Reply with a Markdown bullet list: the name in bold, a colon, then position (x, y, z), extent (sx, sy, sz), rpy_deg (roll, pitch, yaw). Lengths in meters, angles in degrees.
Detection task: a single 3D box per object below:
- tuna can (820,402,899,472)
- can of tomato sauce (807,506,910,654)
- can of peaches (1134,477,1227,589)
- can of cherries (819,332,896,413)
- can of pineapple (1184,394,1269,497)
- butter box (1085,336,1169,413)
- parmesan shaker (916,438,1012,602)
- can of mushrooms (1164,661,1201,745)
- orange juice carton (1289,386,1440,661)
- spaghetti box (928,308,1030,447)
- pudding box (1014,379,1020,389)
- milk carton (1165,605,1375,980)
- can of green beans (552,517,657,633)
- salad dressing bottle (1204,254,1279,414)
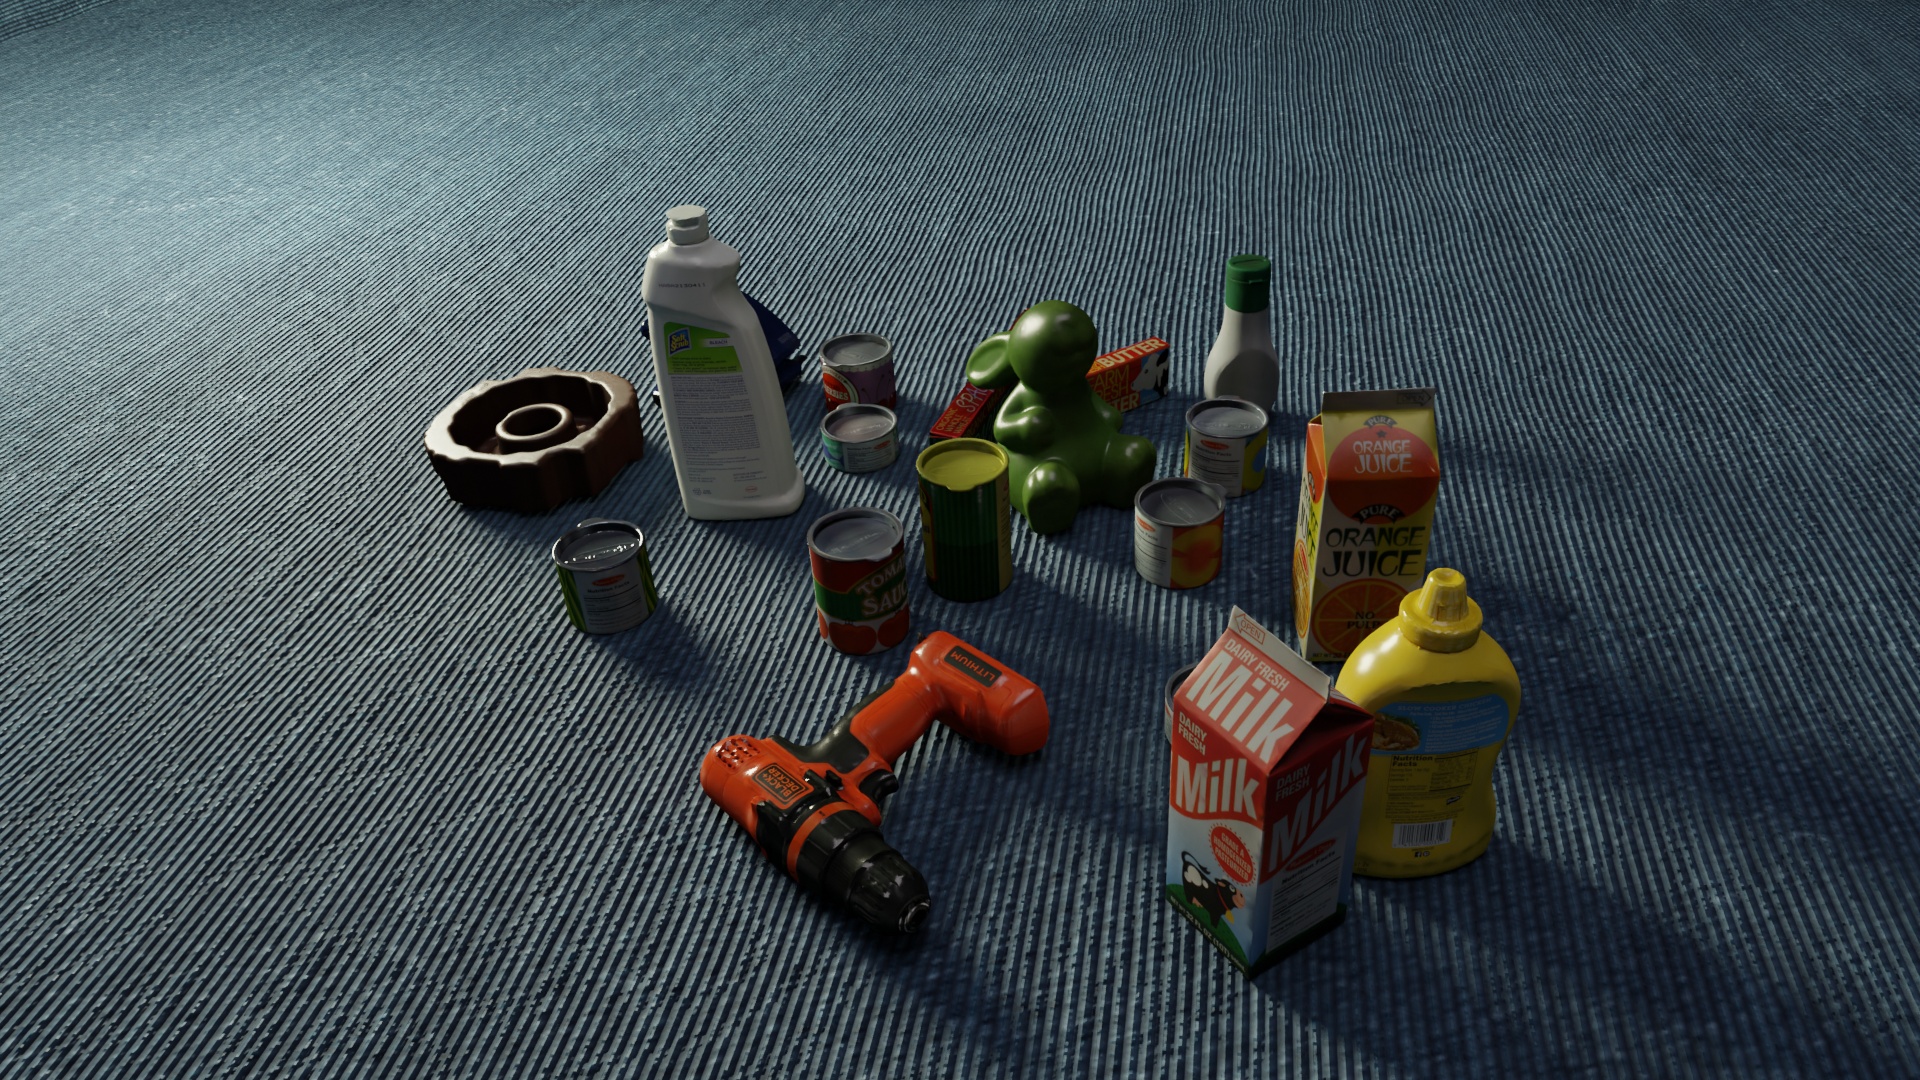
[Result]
- **tuna can**: position (-0.087, -0.089, 1.193), extent (0.071, 0.032, 0.071), rpy_deg (-2, 34, 2)
- **can of tomato sauce**: position (-0.069, 0.029, 0.973), extent (0.071, 0.082, 0.071), rpy_deg (-2, 34, 2)
- **can of peaches**: position (0.164, -0.006, 1.029), extent (0.071, 0.057, 0.071), rpy_deg (-2, 34, 2)
- **can of cherries**: position (-0.094, -0.148, 1.257), extent (0.071, 0.058, 0.072), rpy_deg (-2, 34, 2)
- **can of pineapple**: position (0.216, -0.076, 1.129), extent (0.071, 0.057, 0.071), rpy_deg (-2, 34, 2)
- **butter box**: position (0.140, -0.140, 1.233), extent (0.104, 0.052, 0.024), rpy_deg (-22, 38, -26)
- **parmesan shaker**: position (0.004, -0.013, 1.012), extent (0.071, 0.102, 0.072), rpy_deg (-2, 34, 2)
- **can of mushrooms**: position (0.165, 0.110, 0.880), extent (0.071, 0.033, 0.071), rpy_deg (-2, 34, 2)
- **orange juice carton**: position (0.265, -0.015, 0.915), extent (0.072, 0.191, 0.073), rpy_deg (-1, 34, 3)
- **spaghetti box**: position (0.030, -0.131, 1.230), extent (0.029, 0.050, 0.251), rpy_deg (10, 36, 18)
- **pudding box**: position (0.084, -0.144, 1.245), extent (0.030, 0.049, 0.084), rpy_deg (24, 43, 34)
- **milk carton**: position (0.158, 0.126, 0.718), extent (0.074, 0.189, 0.072), rpy_deg (-21, 38, -25)
- **can of green beans**: position (-0.259, 0.026, 1.015), extent (0.071, 0.057, 0.071), rpy_deg (-2, 34, 2)
- **salad dressing bottle**: position (0.242, -0.169, 1.183), extent (0.064, 0.146, 0.044), rpy_deg (-7, 34, -6)
